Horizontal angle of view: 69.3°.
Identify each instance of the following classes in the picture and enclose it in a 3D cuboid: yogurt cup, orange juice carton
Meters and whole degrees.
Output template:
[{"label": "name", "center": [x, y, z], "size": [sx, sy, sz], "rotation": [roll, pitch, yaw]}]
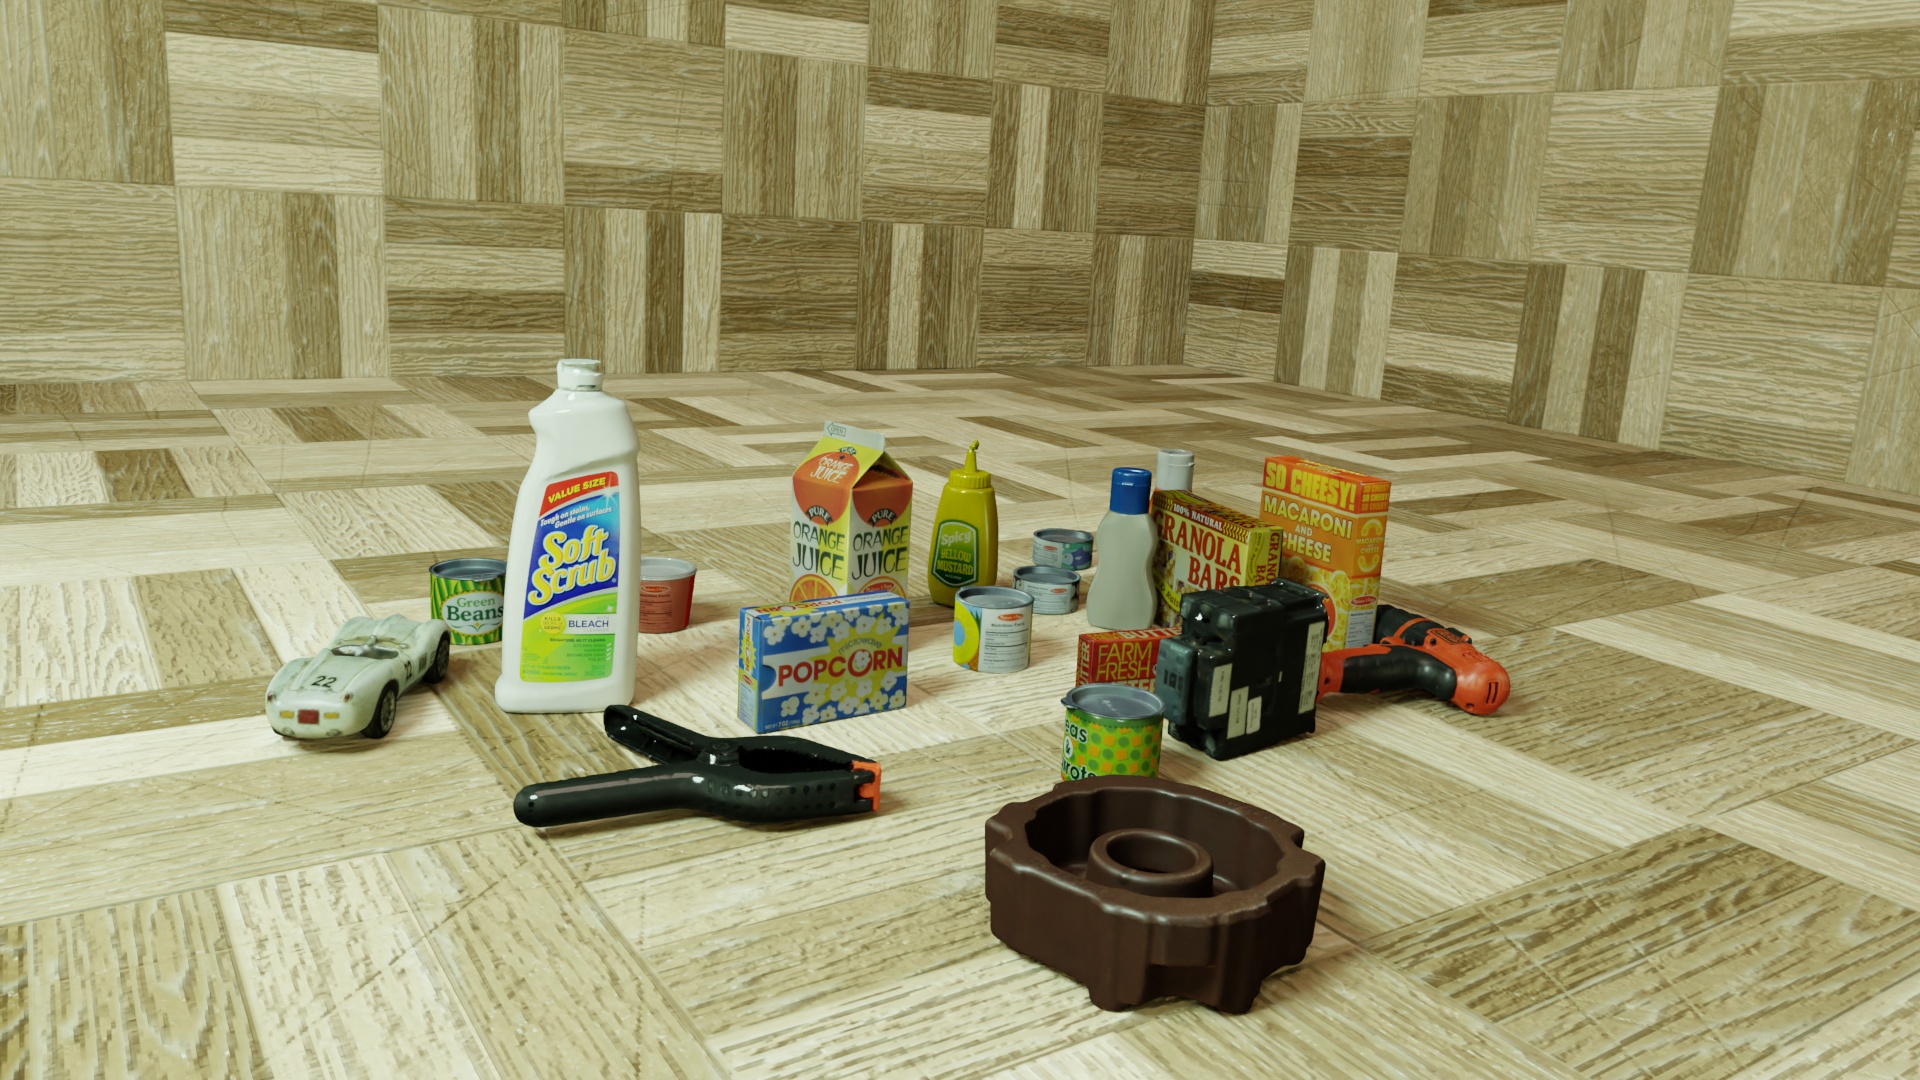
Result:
[{"label": "yogurt cup", "center": [-0.264, 0.048, 1.207], "size": [0.072, 0.053, 0.072], "rotation": [3, 13, -1]}, {"label": "orange juice carton", "center": [-0.091, 0.001, 1.150], "size": [0.072, 0.192, 0.073], "rotation": [15, 17, 41]}]

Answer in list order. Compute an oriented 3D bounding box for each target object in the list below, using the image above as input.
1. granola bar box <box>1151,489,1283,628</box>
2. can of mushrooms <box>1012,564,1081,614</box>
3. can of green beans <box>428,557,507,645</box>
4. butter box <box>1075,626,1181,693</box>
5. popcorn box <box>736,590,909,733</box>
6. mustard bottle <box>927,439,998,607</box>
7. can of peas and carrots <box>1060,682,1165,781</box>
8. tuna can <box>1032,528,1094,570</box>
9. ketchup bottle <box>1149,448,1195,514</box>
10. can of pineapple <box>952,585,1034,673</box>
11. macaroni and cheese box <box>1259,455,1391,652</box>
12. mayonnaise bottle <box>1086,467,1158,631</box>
[{"label": "granola bar box", "center": [0.224, 0.031, 1.249], "size": [0.039, 0.124, 0.166], "rotation": [-2, 14, -22]}, {"label": "can of mushrooms", "center": [0.082, 0.047, 1.342], "size": [0.071, 0.033, 0.071], "rotation": [3, 13, -1]}, {"label": "can of green beans", "center": [-0.406, 0.050, 1.154], "size": [0.071, 0.057, 0.071], "rotation": [3, 13, -1]}, {"label": "butter box", "center": [0.142, 0.098, 1.099], "size": [0.104, 0.053, 0.024], "rotation": [-2, 14, -21]}, {"label": "popcorn box", "center": [-0.099, 0.087, 1.017], "size": [0.127, 0.085, 0.038], "rotation": [-6, 16, -35]}, {"label": "mustard bottle", "center": [0.005, -0.017, 1.316], "size": [0.065, 0.159, 0.049], "rotation": [8, 13, 18]}, {"label": "can of peas and carrots", "center": [0.099, 0.133, 0.926], "size": [0.071, 0.058, 0.071], "rotation": [3, 13, -1]}, {"label": "tuna can", "center": [0.113, 0.009, 1.510], "size": [0.071, 0.032, 0.071], "rotation": [3, 13, -1]}, {"label": "ketchup bottle", "center": [0.210, -0.016, 1.388], "size": [0.043, 0.148, 0.065], "rotation": [12, 15, 32]}, {"label": "can of pineapple", "center": [0.027, 0.073, 1.163], "size": [0.071, 0.057, 0.071], "rotation": [3, 13, -1]}, {"label": "macaroni and cheese box", "center": [0.318, 0.016, 1.242], "size": [0.040, 0.166, 0.124], "rotation": [-4, 15, -30]}, {"label": "mayonnaise bottle", "center": [0.152, 0.008, 1.274], "size": [0.065, 0.147, 0.041], "rotation": [7, 13, 16]}]
